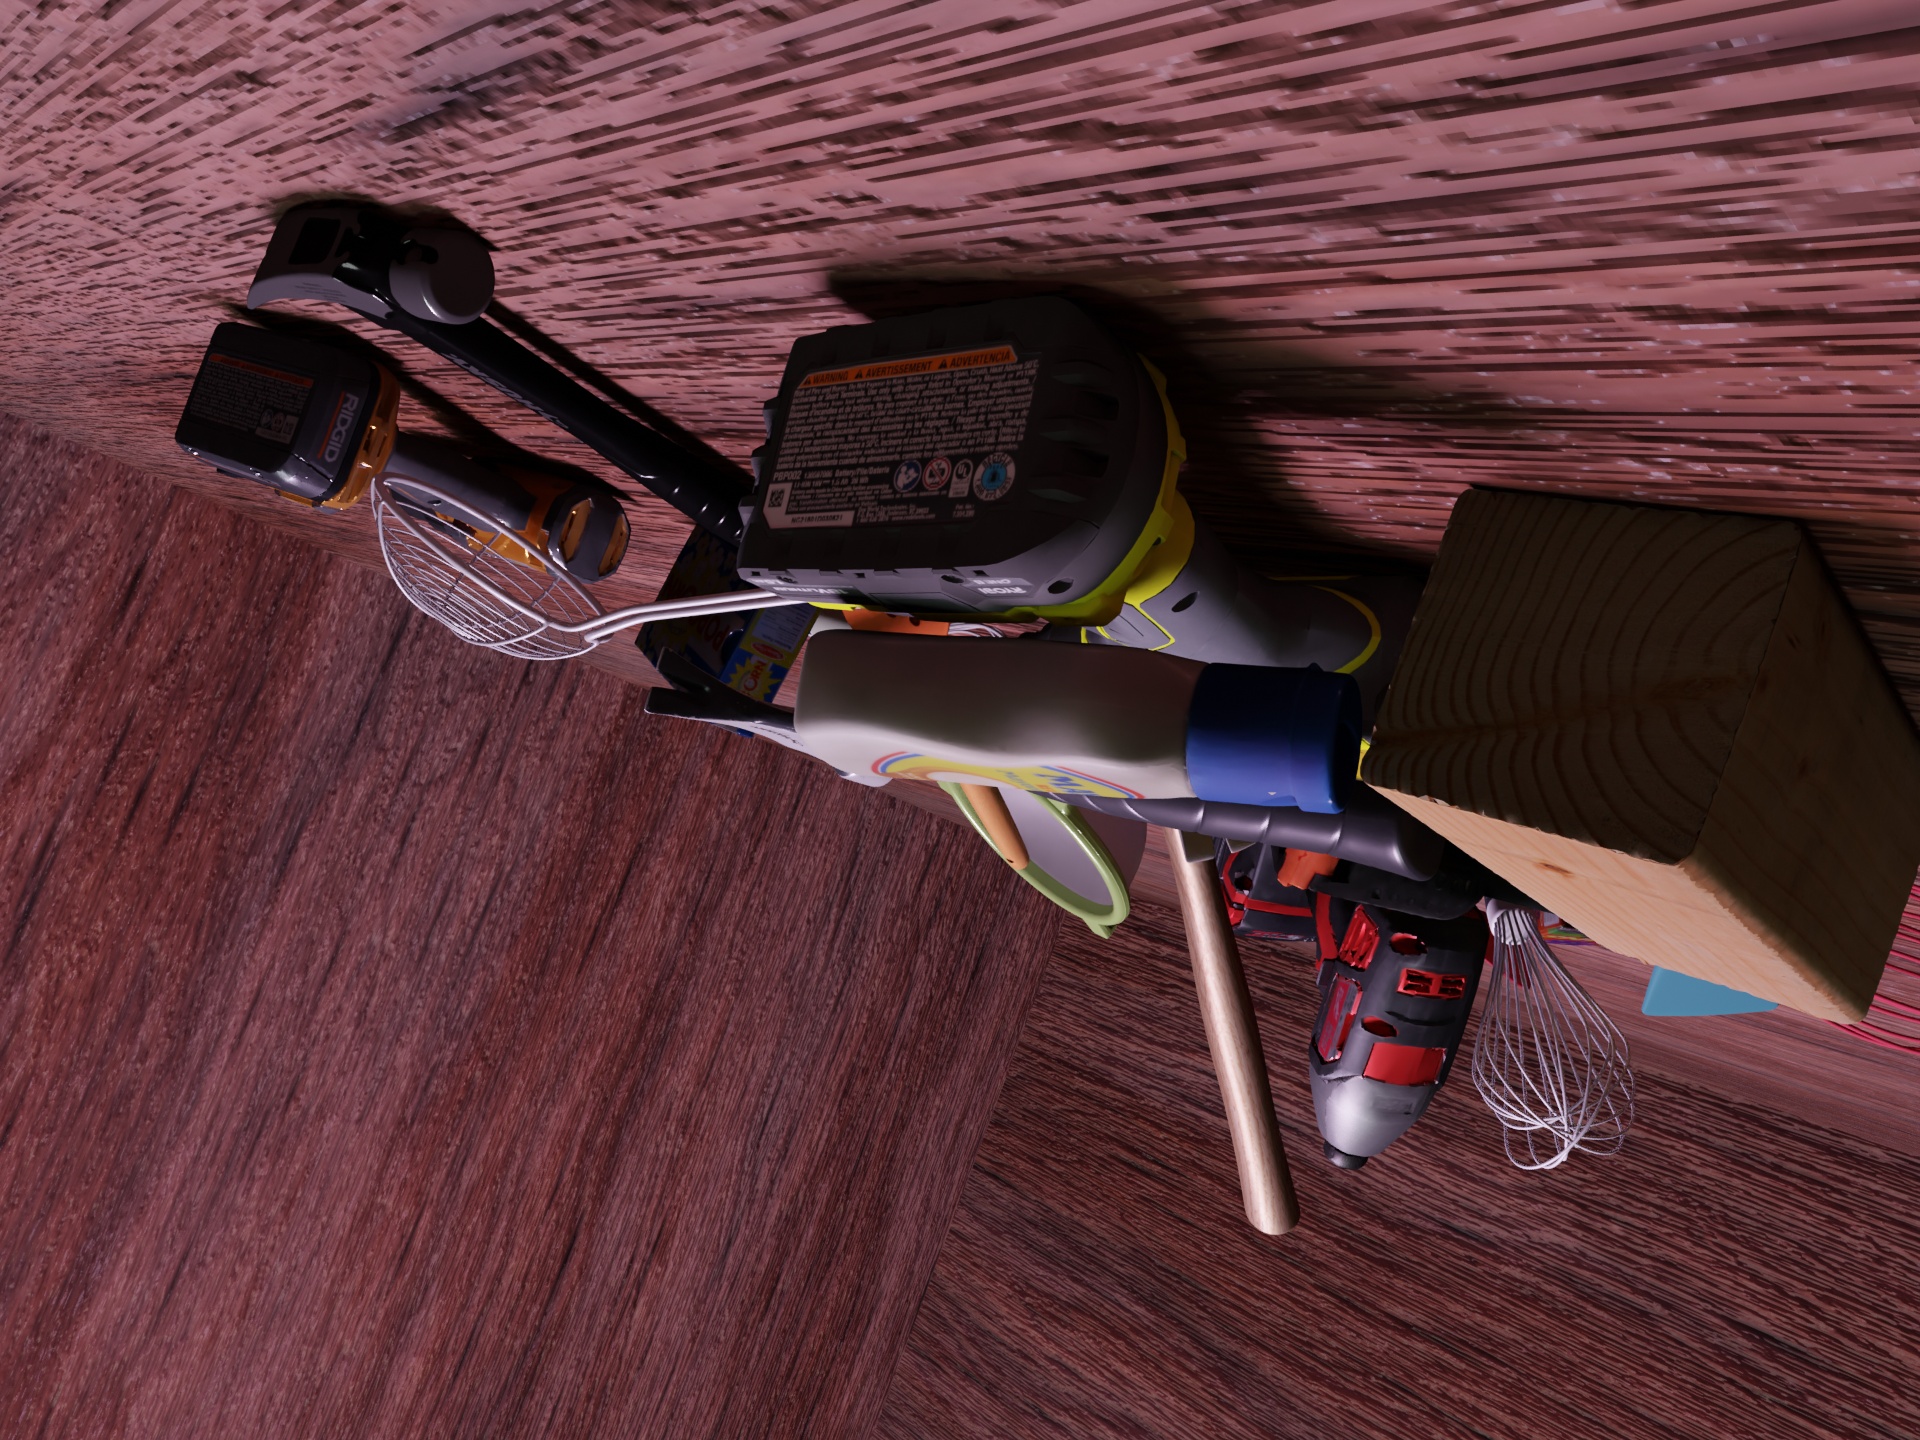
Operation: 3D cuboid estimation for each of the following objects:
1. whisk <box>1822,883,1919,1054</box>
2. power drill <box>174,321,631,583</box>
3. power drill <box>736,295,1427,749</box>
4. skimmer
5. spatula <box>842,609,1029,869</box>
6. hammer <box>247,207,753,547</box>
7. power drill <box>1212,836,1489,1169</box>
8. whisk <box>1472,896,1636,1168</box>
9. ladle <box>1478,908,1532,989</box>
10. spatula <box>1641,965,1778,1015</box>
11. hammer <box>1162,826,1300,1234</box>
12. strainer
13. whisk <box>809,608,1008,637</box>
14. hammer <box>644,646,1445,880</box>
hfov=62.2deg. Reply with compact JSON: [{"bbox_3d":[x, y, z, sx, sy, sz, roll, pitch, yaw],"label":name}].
[{"bbox_3d":[0.338,0.078,0.737,0.296,0.073,0.073,23,176,39],"label":"whisk"},{"bbox_3d":[-0.326,-0.148,0.916,0.185,0.084,0.226,19,178,33],"label":"power drill"},{"bbox_3d":[0.041,-0.044,0.513,0.171,0.080,0.223,3,165,39],"label":"power drill"},{"bbox_3d":[-0.099,-0.081,0.691,0.363,0.090,0.127,-3,168,25],"label":"skimmer"},{"bbox_3d":[-0.001,-0.003,0.825,0.081,0.041,0.322,20,158,26],"label":"spatula"},{"bbox_3d":[-0.158,-0.128,0.715,0.146,0.035,0.334,16,172,33],"label":"hammer"},{"bbox_3d":[0.186,0.110,0.794,0.078,0.143,0.220,7,-157,-8],"label":"power drill"},{"bbox_3d":[0.268,0.110,0.759,0.070,0.070,0.285,21,-154,1],"label":"whisk"},{"bbox_3d":[0.244,0.088,1.074,0.316,0.031,0.069,30,-174,32],"label":"ladle"},{"bbox_3d":[0.440,0.131,0.910,0.082,0.044,0.317,-6,163,19],"label":"spatula"},{"bbox_3d":[0.127,0.122,0.776,0.031,0.331,0.130,-17,-155,-3],"label":"hammer"},{"bbox_3d":[0.066,0.029,0.904,0.151,0.069,0.256,43,161,10],"label":"strainer"},{"bbox_3d":[-0.033,-0.047,0.974,0.246,0.059,0.057,19,138,52],"label":"whisk"},{"bbox_3d":[0.018,0.015,0.633,0.149,0.036,0.409,19,174,-36],"label":"hammer"}]
